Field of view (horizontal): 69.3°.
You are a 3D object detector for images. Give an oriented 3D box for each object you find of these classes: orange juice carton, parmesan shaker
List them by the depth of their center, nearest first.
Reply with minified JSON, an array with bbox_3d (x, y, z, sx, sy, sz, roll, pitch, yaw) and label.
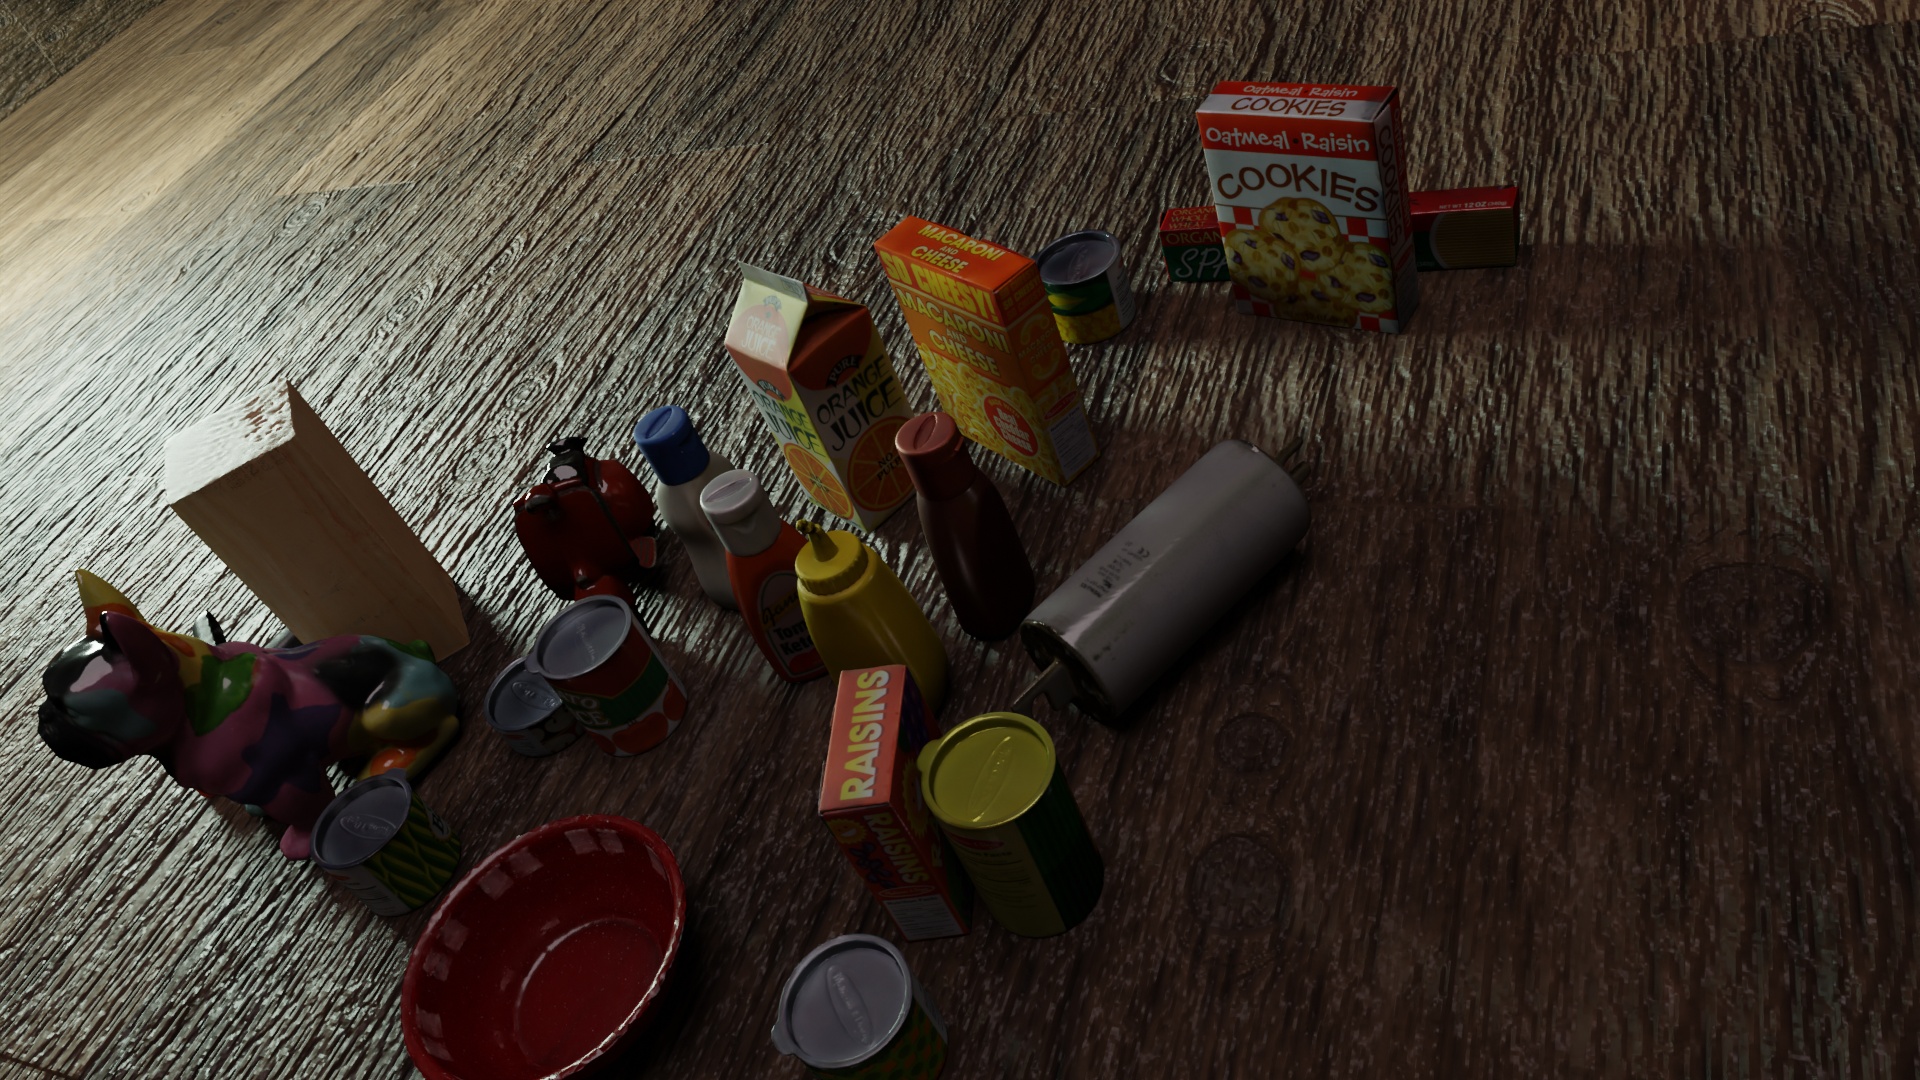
[{"bbox_3d":[0.026,0.142,0.690,0.071,0.102,0.072,-13,43,12],"label":"parmesan shaker"},{"bbox_3d":[-0.090,-0.102,0.926,0.073,0.191,0.072,-43,45,-20],"label":"orange juice carton"}]

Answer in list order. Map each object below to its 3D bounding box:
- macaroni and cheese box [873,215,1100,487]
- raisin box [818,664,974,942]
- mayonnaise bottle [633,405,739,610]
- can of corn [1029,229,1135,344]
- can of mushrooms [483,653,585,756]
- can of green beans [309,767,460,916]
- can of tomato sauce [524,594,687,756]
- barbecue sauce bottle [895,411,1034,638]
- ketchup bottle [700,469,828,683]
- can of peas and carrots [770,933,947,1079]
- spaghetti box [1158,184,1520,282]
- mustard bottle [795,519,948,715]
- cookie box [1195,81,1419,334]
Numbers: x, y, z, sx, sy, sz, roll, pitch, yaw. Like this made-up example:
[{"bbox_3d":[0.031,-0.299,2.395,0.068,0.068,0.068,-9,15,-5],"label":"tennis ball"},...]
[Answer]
[{"bbox_3d":[0.019,-0.126,0.921,0.040,0.165,0.124,-41,45,-19],"label":"macaroni and cheese box"},{"bbox_3d":[-0.029,0.134,0.707,0.040,0.123,0.086,-10,44,15],"label":"raisin box"},{"bbox_3d":[-0.165,-0.022,0.910,0.041,0.147,0.065,6,50,29],"label":"mayonnaise bottle"},{"bbox_3d":[0.090,-0.188,1.035,0.071,0.058,0.071,-13,43,12],"label":"can of corn"},{"bbox_3d":[-0.273,0.105,0.912,0.071,0.033,0.071,-12,43,12],"label":"can of mushrooms"},{"bbox_3d":[-0.348,0.185,0.845,0.071,0.057,0.071,-13,43,12],"label":"can of green beans"},{"bbox_3d":[-0.220,0.087,0.870,0.071,0.082,0.071,-13,43,12],"label":"can of tomato sauce"},{"bbox_3d":[0.003,-0.010,0.823,0.043,0.148,0.065,2,48,26],"label":"barbecue sauce bottle"},{"bbox_3d":[-0.111,0.021,0.841,0.065,0.148,0.044,-28,42,-5],"label":"ketchup bottle"},{"bbox_3d":[-0.047,0.233,0.662,0.071,0.058,0.071,-13,43,12],"label":"can of peas and carrots"},{"bbox_3d":[0.265,-0.217,0.993,0.250,0.050,0.029,2,48,26],"label":"spaghetti box"},{"bbox_3d":[-0.056,0.041,0.788,0.065,0.159,0.049,0,47,24],"label":"mustard bottle"},{"bbox_3d":[0.233,-0.221,0.924,0.123,0.166,0.040,16,55,35],"label":"cookie box"}]
